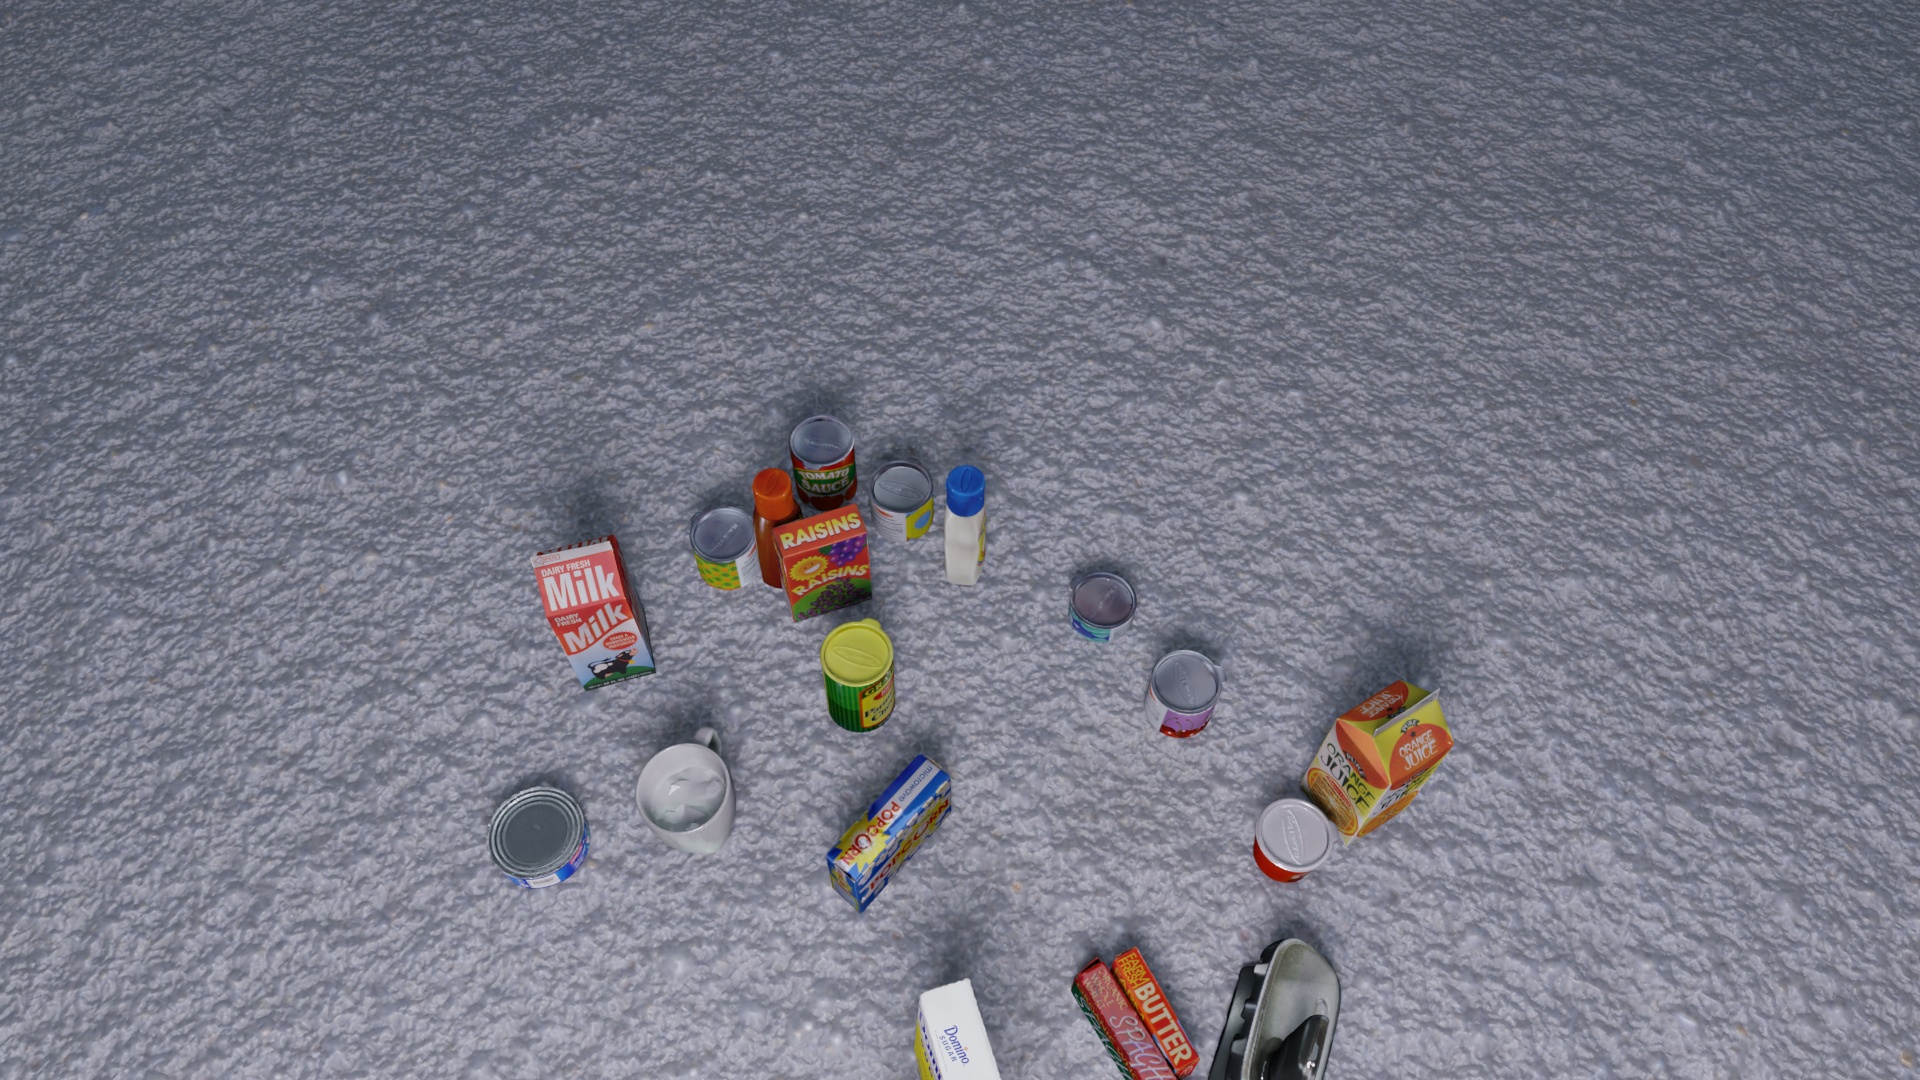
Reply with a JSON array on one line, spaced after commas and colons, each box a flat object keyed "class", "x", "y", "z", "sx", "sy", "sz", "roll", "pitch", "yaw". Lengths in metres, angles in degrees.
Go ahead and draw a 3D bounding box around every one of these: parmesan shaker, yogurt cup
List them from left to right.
[{"class": "parmesan shaker", "x": -0.093, "y": 0.127, "z": 1.295, "sx": 0.071, "sy": 0.102, "sz": 0.071, "roll": 0, "pitch": 57, "yaw": 0}, {"class": "yogurt cup", "x": 0.293, "y": 0.270, "z": 1.237, "sx": 0.072, "sy": 0.053, "sz": 0.073, "roll": 0, "pitch": 57, "yaw": -1}]

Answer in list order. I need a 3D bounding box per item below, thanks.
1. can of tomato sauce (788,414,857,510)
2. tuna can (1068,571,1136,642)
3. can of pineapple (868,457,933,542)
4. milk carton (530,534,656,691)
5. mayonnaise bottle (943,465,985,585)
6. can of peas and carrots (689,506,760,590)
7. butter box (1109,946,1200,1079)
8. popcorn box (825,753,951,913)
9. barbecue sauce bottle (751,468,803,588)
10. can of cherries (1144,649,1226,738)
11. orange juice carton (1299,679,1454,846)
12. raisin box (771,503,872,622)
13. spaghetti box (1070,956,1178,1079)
[{"class": "can of tomato sauce", "x": -0.141, "y": -0.078, "z": 1.439, "sx": 0.071, "sy": 0.082, "sz": 0.071, "roll": 0, "pitch": 57, "yaw": 0}, {"class": "tuna can", "x": 0.138, "y": 0.065, "z": 1.380, "sx": 0.071, "sy": 0.032, "sz": 0.071, "roll": 0, "pitch": 57, "yaw": -1}, {"class": "can of pineapple", "x": -0.059, "y": -0.041, "z": 1.431, "sx": 0.071, "sy": 0.057, "sz": 0.071, "roll": 0, "pitch": 57, "yaw": 0}, {"class": "milk carton", "x": -0.339, "y": 0.059, "z": 1.284, "sx": 0.072, "sy": 0.189, "sz": 0.074, "roll": -13, "pitch": 59, "yaw": -9}, {"class": "mayonnaise bottle", "x": 0.005, "y": -0.017, "z": 1.363, "sx": 0.041, "sy": 0.147, "sz": 0.065, "roll": 8, "pitch": 58, "yaw": 5}, {"class": "can of peas and carrots", "x": -0.237, "y": 0.007, "z": 1.397, "sx": 0.071, "sy": 0.058, "sz": 0.071, "roll": 0, "pitch": 57, "yaw": 0}, {"class": "butter box", "x": 0.160, "y": 0.395, "z": 1.155, "sx": 0.024, "sy": 0.053, "sz": 0.104, "roll": -23, "pitch": 60, "yaw": -14}, {"class": "popcorn box", "x": -0.061, "y": 0.257, "z": 1.222, "sx": 0.038, "sy": 0.084, "sz": 0.127, "roll": 35, "pitch": 63, "yaw": 20}, {"class": "barbecue sauce bottle", "x": -0.178, "y": -0.014, "z": 1.358, "sx": 0.044, "sy": 0.147, "sz": 0.065, "roll": 15, "pitch": 58, "yaw": 9}, {"class": "can of cherries", "x": 0.212, "y": 0.146, "z": 1.314, "sx": 0.071, "sy": 0.058, "sz": 0.072, "roll": 0, "pitch": 57, "yaw": 0}, {"class": "orange juice carton", "x": 0.364, "y": 0.188, "z": 1.209, "sx": 0.072, "sy": 0.191, "sz": 0.073, "roll": -27, "pitch": 62, "yaw": -17}, {"class": "raisin box", "x": -0.132, "y": 0.023, "z": 1.350, "sx": 0.086, "sy": 0.122, "sz": 0.040, "roll": -17, "pitch": 59, "yaw": -11}, {"class": "spaghetti box", "x": 0.167, "y": 0.456, "z": 1.118, "sx": 0.029, "sy": 0.050, "sz": 0.251, "roll": -26, "pitch": 61, "yaw": -16}]
